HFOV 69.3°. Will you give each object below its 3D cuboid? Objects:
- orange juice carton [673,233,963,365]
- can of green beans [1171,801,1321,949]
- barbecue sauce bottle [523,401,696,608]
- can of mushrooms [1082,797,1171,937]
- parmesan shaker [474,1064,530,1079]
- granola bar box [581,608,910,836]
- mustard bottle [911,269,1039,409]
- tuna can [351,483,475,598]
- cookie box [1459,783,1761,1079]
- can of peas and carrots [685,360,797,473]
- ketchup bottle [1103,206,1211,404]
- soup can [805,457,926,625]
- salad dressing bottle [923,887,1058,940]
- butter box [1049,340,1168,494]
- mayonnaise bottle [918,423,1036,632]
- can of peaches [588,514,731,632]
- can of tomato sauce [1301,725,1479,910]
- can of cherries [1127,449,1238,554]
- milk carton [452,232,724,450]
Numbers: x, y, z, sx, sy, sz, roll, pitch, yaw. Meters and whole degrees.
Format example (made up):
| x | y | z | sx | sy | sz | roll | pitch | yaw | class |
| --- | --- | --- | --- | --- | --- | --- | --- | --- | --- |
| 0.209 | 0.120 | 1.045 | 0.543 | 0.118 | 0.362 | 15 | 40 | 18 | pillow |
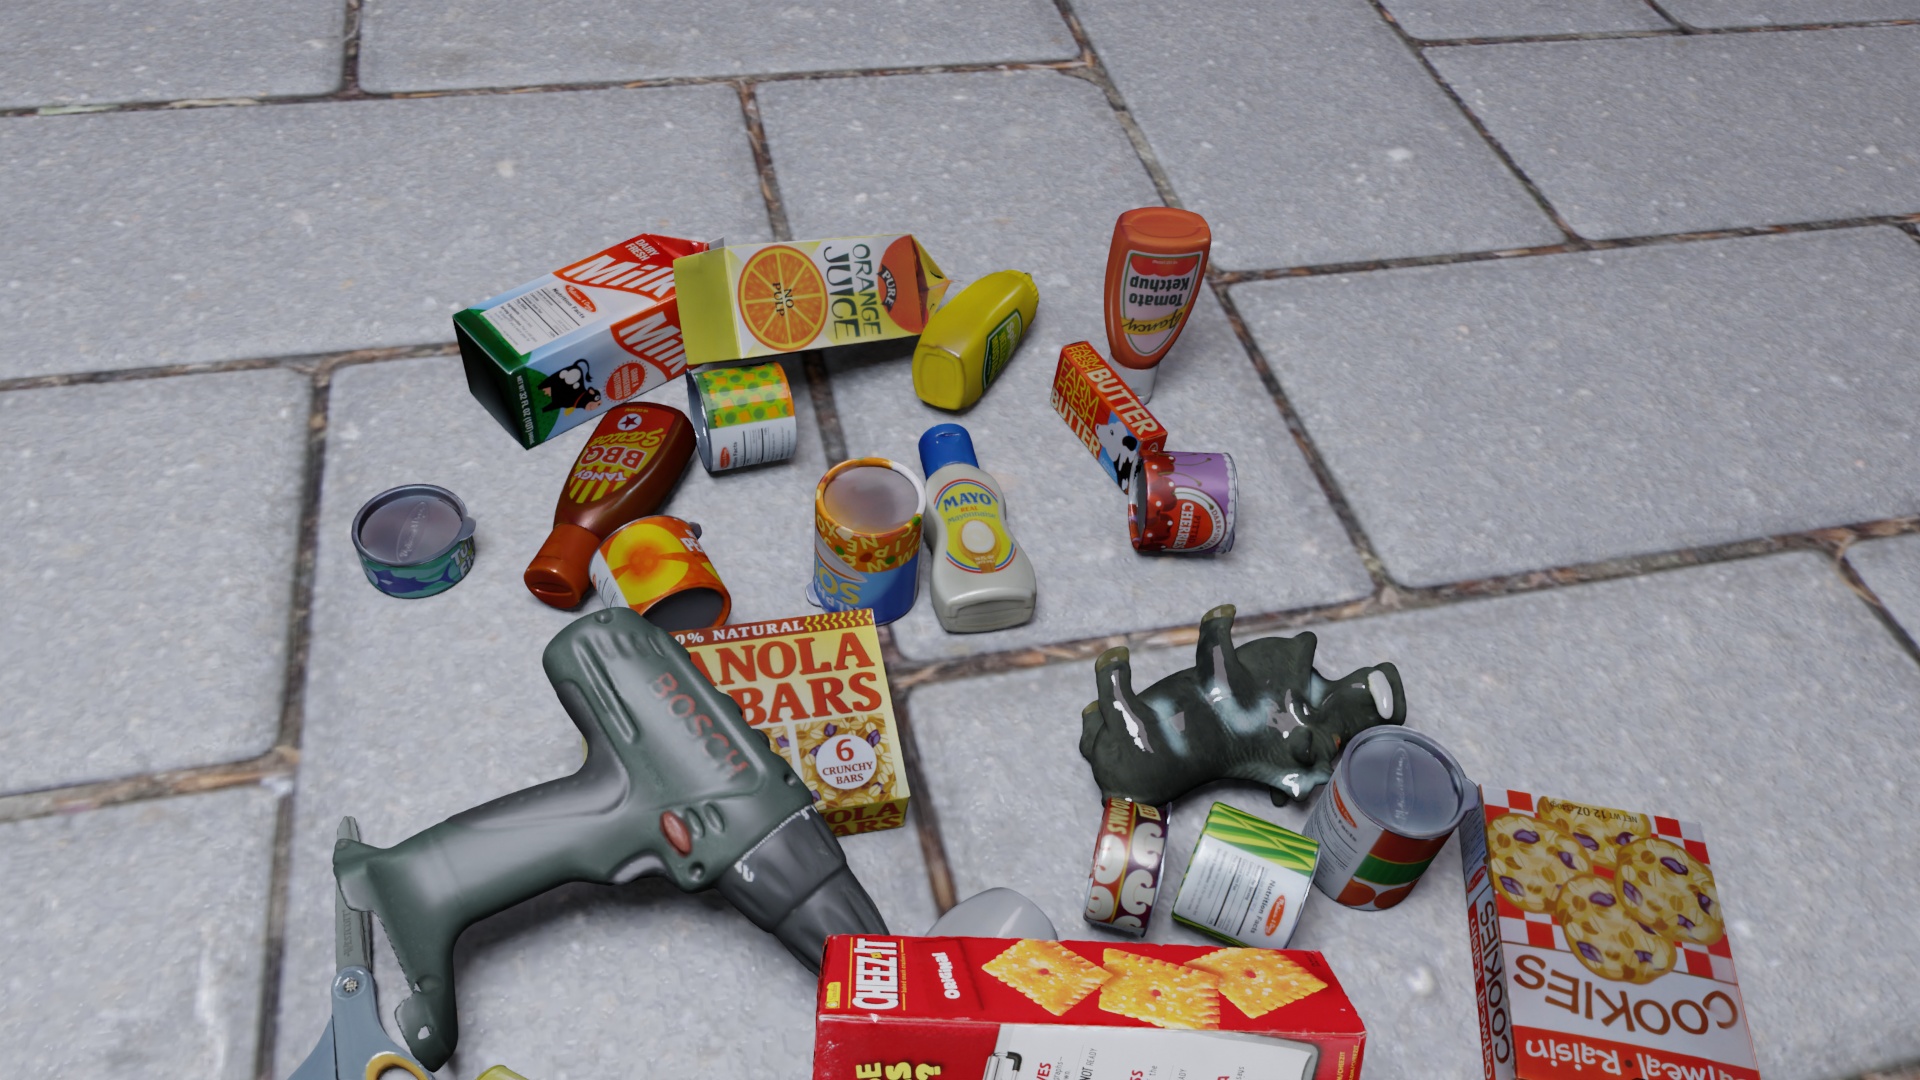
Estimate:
| x | y | z | sx | sy | sz | roll | pitch | yaw | class |
| --- | --- | --- | --- | --- | --- | --- | --- | --- | --- |
| -0.093 | -0.169 | 0.957 | 0.193 | 0.073 | 0.072 | -14 | 11 | -39 | orange juice carton |
| 0.147 | 0.176 | 0.718 | 0.058 | 0.071 | 0.071 | 21 | 50 | 12 | can of green beans |
| -0.220 | -0.024 | 0.864 | 0.065 | 0.043 | 0.149 | 5 | 47 | 18 | barbecue sauce bottle |
| 0.086 | 0.165 | 0.717 | 0.033 | 0.070 | 0.071 | 13 | 48 | 6 | can of mushrooms |
| -0.170 | 0.278 | 0.588 | 0.103 | 0.071 | 0.072 | 21 | 50 | 11 | parmesan shaker |
| -0.120 | 0.106 | 0.762 | 0.166 | 0.038 | 0.125 | -6 | 54 | -12 | granola bar box |
| 0.020 | -0.157 | 1.000 | 0.049 | 0.065 | 0.161 | 21 | 46 | 17 | mustard bottle |
| -0.326 | 0.000 | 0.838 | 0.071 | 0.032 | 0.071 | 3 | 49 | -4 | tuna can |
| 0.332 | 0.216 | 0.721 | 0.123 | 0.040 | 0.168 | 10 | 48 | 2 | cookie box |
| -0.144 | -0.084 | 0.911 | 0.059 | 0.070 | 0.071 | -11 | 51 | -17 | can of peas and carrots |
| 0.127 | -0.157 | 0.955 | 0.065 | 0.148 | 0.044 | 0 | 49 | -6 | ketchup bottle |
| -0.058 | 0.002 | 0.835 | 0.071 | 0.083 | 0.072 | 3 | 49 | -4 | soup can |
| -0.013 | 0.233 | 0.664 | 0.064 | 0.043 | 0.148 | 37 | 56 | 16 | salad dressing bottle |
| 0.100 | -0.085 | 0.952 | 0.024 | 0.052 | 0.104 | -18 | 53 | -24 | butter box |
| 0.003 | -0.011 | 0.882 | 0.065 | 0.041 | 0.149 | -7 | 50 | -10 | mayonnaise bottle |
| -0.172 | 0.027 | 0.810 | 0.071 | 0.070 | 0.058 | -21 | 55 | -23 | can of peaches |
| 0.225 | 0.149 | 0.739 | 0.071 | 0.082 | 0.071 | 4 | 49 | -4 | can of tomato sauce |
| 0.142 | -0.024 | 0.892 | 0.058 | 0.071 | 0.072 | 2 | 49 | -4 | can of cherries |
| -0.239 | -0.147 | 0.953 | 0.191 | 0.072 | 0.073 | -33 | 60 | -29 | milk carton |
